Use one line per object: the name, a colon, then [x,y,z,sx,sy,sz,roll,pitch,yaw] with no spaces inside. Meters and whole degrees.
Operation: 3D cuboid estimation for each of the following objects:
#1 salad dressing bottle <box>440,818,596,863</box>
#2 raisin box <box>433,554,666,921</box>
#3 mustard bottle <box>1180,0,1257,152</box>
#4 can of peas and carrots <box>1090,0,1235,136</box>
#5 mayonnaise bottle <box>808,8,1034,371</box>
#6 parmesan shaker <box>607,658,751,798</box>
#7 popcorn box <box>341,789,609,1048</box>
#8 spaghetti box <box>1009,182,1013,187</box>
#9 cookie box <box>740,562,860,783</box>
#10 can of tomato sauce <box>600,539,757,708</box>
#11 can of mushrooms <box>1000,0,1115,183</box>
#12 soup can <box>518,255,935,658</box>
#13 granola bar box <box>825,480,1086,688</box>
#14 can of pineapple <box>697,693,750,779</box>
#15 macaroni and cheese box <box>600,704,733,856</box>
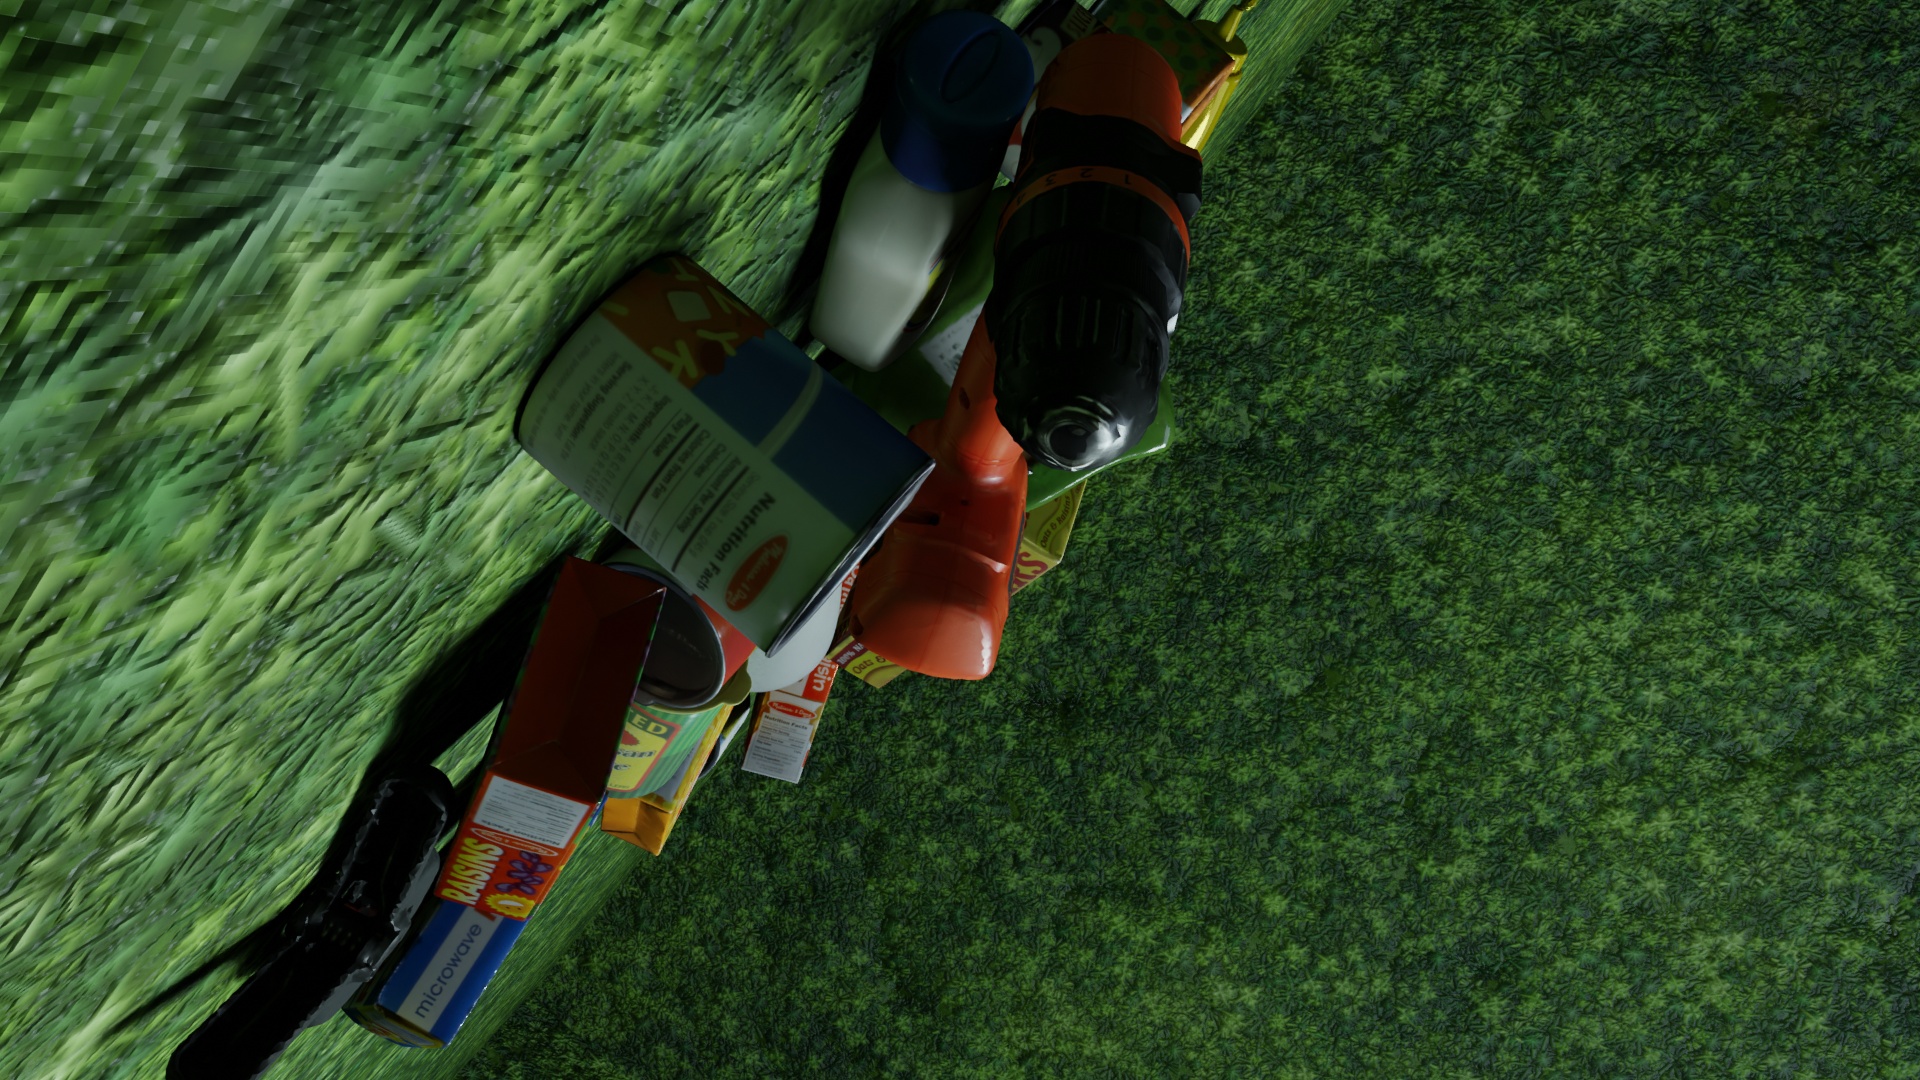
salad dressing bottle: [-0.247,0.175,0.708,0.064,0.044,0.148,-51,179,38]
raisin box: [-0.148,0.074,0.496,0.122,0.040,0.086,-50,-155,48]
mustard bottle: [0.137,-0.274,0.871,0.066,0.049,0.159,-82,-162,-46]
can of peas and carrots: [0.078,-0.201,0.603,0.071,0.059,0.071,-50,180,0]
mayonnaise bottle: [-0.013,-0.107,0.436,0.065,0.041,0.147,-58,-177,-20]
parmesan shaker: [-0.144,0.073,0.643,0.072,0.071,0.102,-49,179,-42]
popcorn box: [-0.219,0.163,0.627,0.085,0.038,0.127,-31,-155,54]
spaghetti box: [0.031,-0.166,0.735,0.249,0.029,0.050,-50,180,10]
cookie box: [-0.089,0.046,0.864,0.123,0.040,0.166,-91,-160,-65]
can of tomato sauce: [-0.100,0.018,0.555,0.071,0.071,0.083,-50,180,41]
can of mushrooms: [0.033,-0.168,0.517,0.071,0.033,0.071,-49,179,-1]
soup can: [-0.058,-0.023,0.358,0.071,0.084,0.071,-50,180,0]
granola bar box: [0.003,-0.009,0.710,0.164,0.039,0.125,-38,-157,47]
can of pineapple: [-0.174,0.108,0.878,0.070,0.071,0.058,-50,-175,26]
macaroni and cheese box: [-0.145,0.082,0.779,0.167,0.040,0.123,-66,-175,-27]
